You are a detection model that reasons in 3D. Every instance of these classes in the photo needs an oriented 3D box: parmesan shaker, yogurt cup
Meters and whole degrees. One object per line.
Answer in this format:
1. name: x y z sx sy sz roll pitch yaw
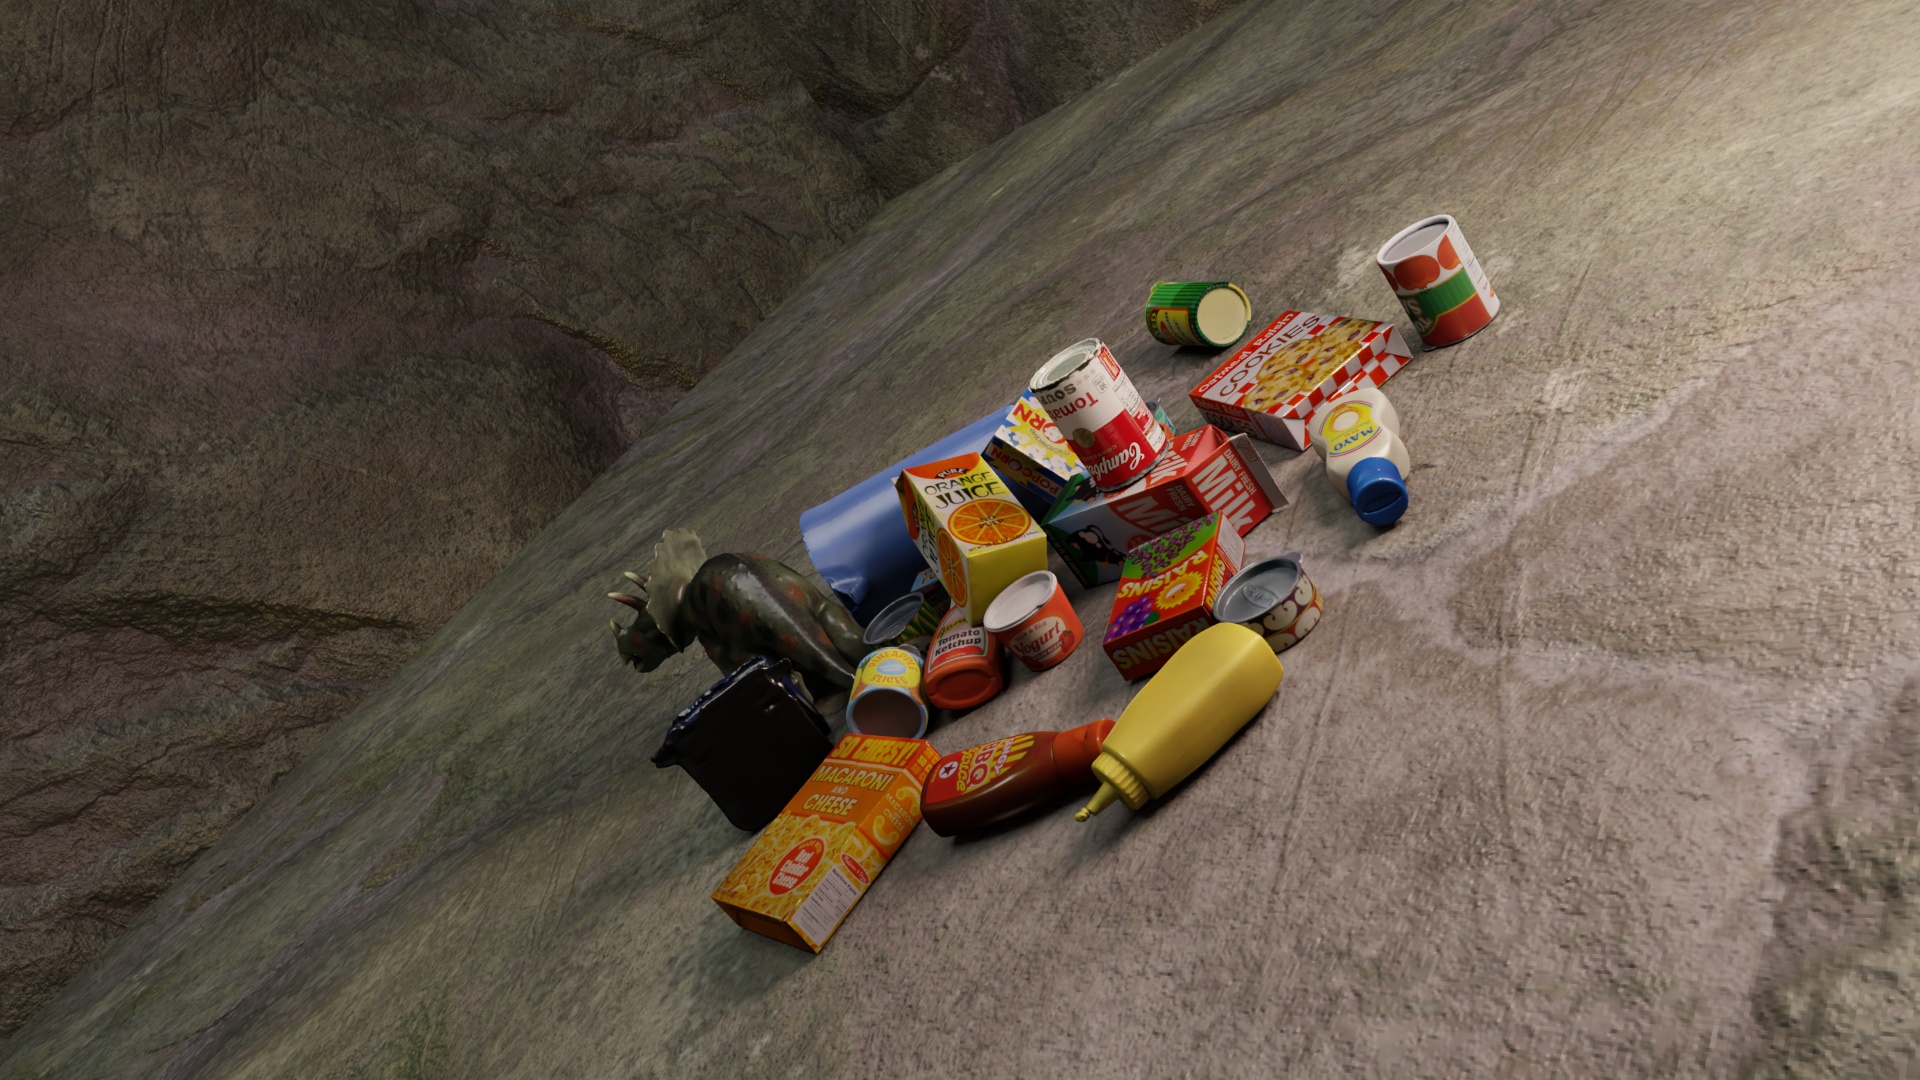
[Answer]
1. parmesan shaker: 0.240 -0.234 1.422 0.071 0.071 0.103 -41 20 -10
2. yogurt cup: 0.060 0.065 1.093 0.072 0.054 0.073 -33 20 14

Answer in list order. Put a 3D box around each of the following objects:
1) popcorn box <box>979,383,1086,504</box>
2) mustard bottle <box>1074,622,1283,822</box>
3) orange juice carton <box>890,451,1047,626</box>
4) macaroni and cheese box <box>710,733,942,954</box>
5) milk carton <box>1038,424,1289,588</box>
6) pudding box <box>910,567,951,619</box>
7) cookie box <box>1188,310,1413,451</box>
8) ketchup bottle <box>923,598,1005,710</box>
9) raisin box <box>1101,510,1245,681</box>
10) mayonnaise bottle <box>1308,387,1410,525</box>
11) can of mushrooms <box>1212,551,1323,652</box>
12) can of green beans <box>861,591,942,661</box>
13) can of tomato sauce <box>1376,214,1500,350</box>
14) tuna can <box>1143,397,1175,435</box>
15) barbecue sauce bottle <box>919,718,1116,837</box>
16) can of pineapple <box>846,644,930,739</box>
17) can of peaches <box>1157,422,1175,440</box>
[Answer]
1. popcorn box: 0.093 -0.075 1.244 0.085 0.127 0.038 -56 -2 -40
2. mustard bottle: 0.129 0.119 0.864 0.160 0.048 0.065 -43 20 -12
3. orange juice carton: 0.004 -0.015 1.192 0.072 0.072 0.193 -15 36 -16
4. macaroni and cheese box: -0.095 0.220 1.034 0.167 0.040 0.123 -49 22 -28
5. milk carton: 0.163 -0.030 1.102 0.190 0.072 0.074 -19 27 42
6. pudding box: 0.003 0.039 1.254 0.083 0.049 0.030 -26 24 29
7. cookie box: 0.285 -0.139 1.185 0.123 0.040 0.167 -40 21 -6
8. ketchup bottle: 0.006 0.083 1.158 0.064 0.043 0.149 -17 24 12
9. raisin box: 0.156 0.039 1.009 0.086 0.040 0.124 -25 22 29
10. mayonnaise bottle: 0.290 -0.060 0.996 0.064 0.041 0.149 -29 21 19
11. can of mushrooms: 0.207 0.042 0.925 0.071 0.033 0.071 -33 20 13
12. can of green beans: -0.043 0.088 1.210 0.071 0.057 0.071 -33 20 14
13. can of tomato sauce: 0.379 -0.206 1.107 0.071 0.083 0.071 -32 20 14
14. tuna can: 0.169 -0.100 1.306 0.071 0.032 0.071 -33 20 14
15. barbecue sauce bottle: 0.043 0.156 0.935 0.148 0.043 0.065 -23 23 34
16. can of pineapple: -0.057 0.128 1.130 0.071 0.071 0.058 -31 22 19
17. can of peaches: 0.165 -0.059 1.182 0.071 0.058 0.071 -33 20 13
